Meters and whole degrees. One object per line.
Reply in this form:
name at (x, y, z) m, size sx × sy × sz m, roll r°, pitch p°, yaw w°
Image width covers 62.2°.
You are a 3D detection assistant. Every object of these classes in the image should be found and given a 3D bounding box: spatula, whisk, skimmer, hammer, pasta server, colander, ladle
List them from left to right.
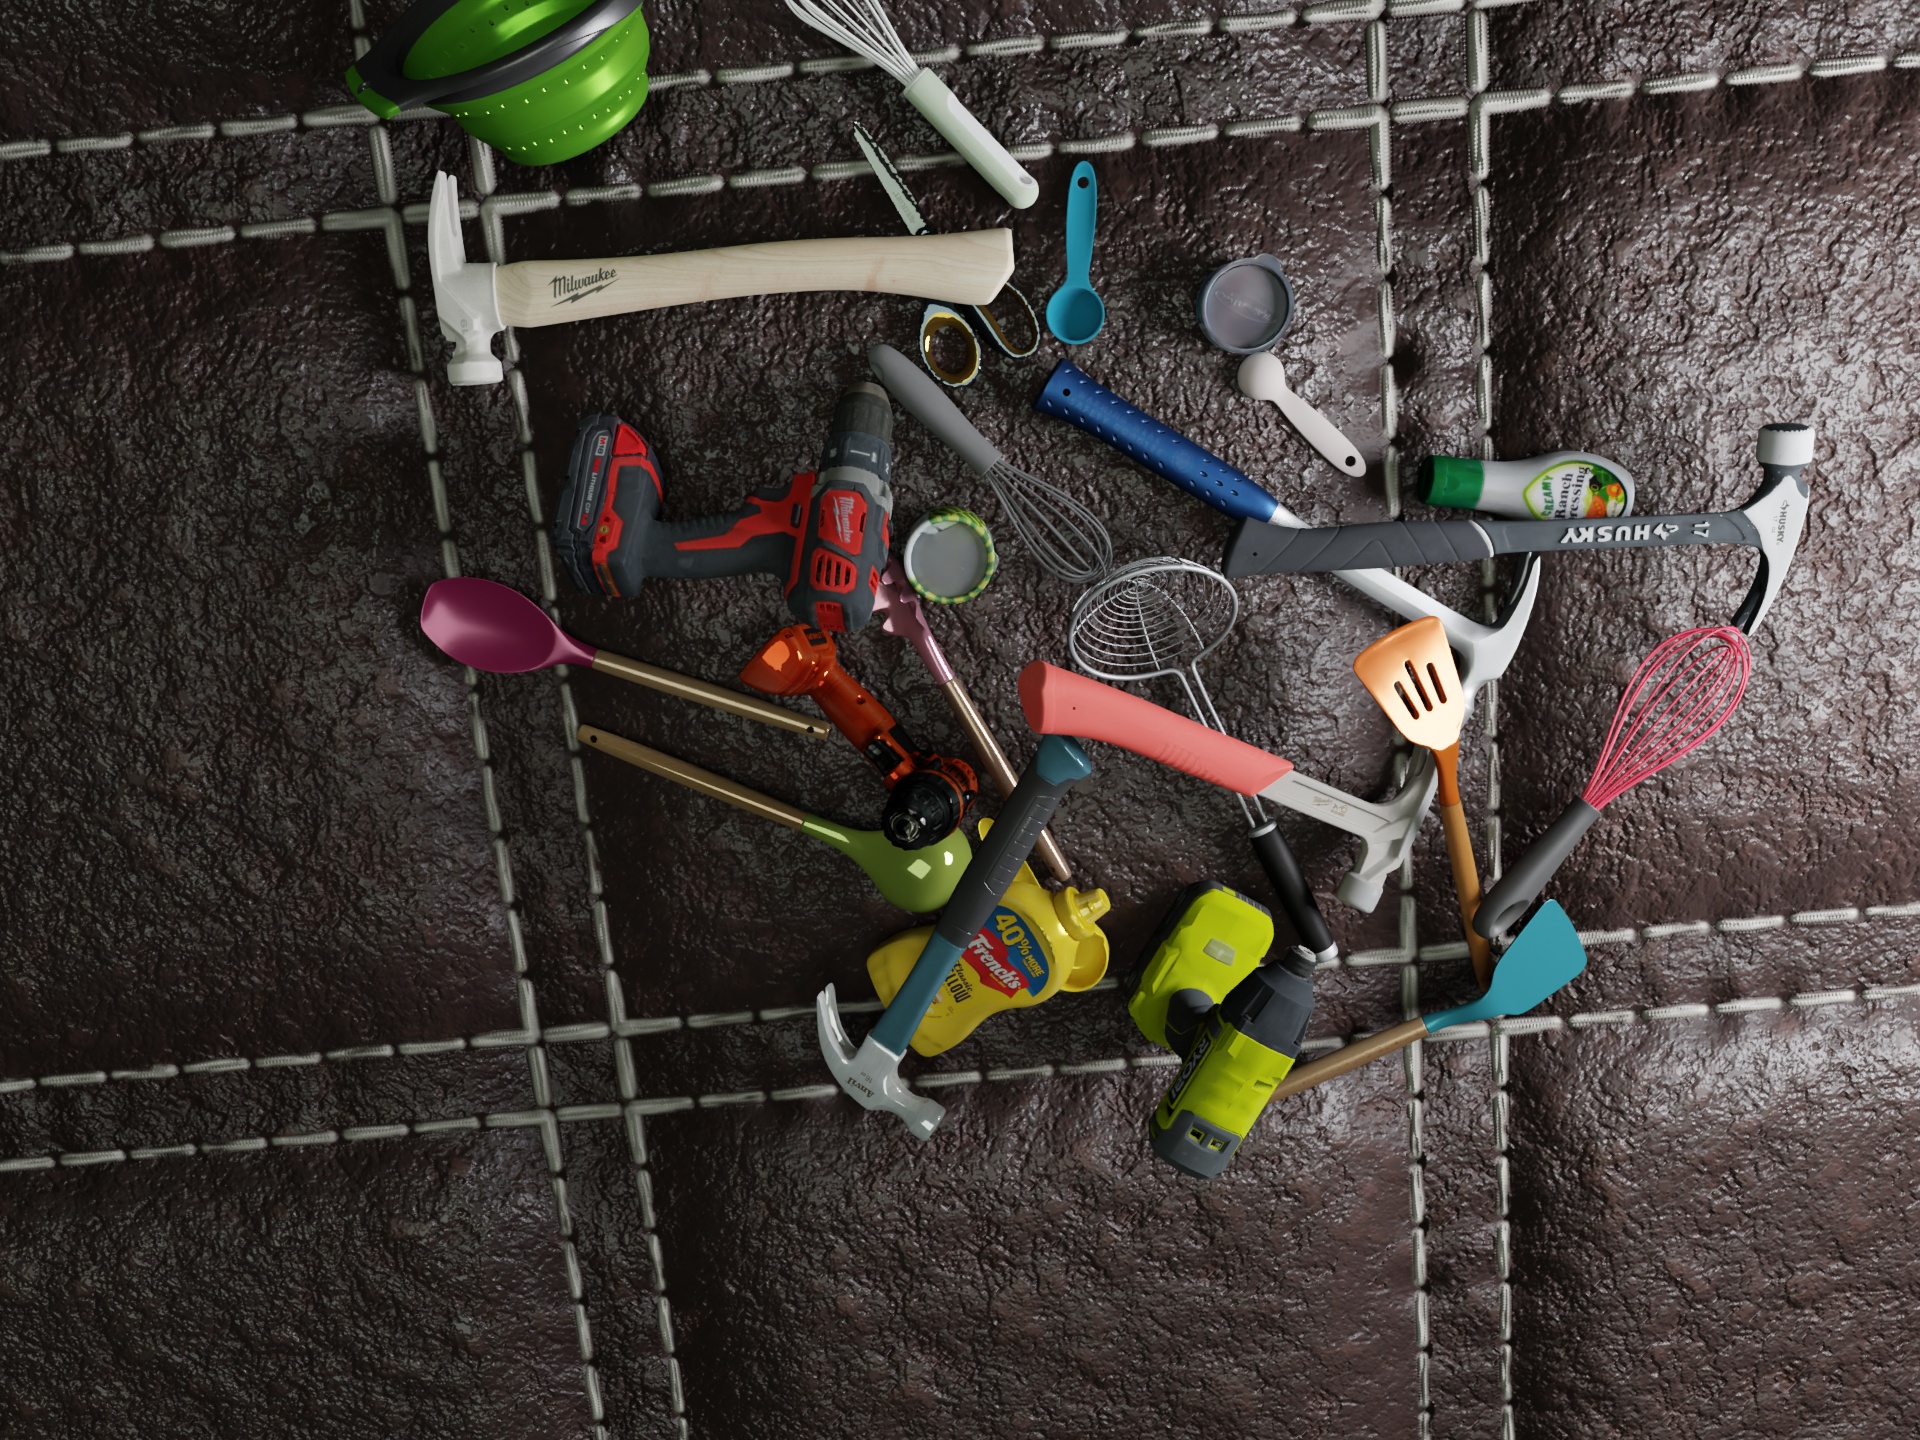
colander at (-0.209, -0.484, 1.062) m, size 0.397 × 0.205 × 0.094 m, roll -36°, pitch 136°, yaw -8°
hammer at (-0.168, -0.325, 1.121) m, size 0.410 × 0.038 × 0.146 m, roll -3°, pitch 102°, yaw 3°
ladle at (-0.143, 0.066, 1.226) m, size 0.320 × 0.062 × 0.078 m, roll 22°, pitch 100°, yaw 2°
whisk at (-0.036, -0.448, 1.098) m, size 0.246 × 0.058 × 0.059 m, roll 43°, pitch 134°, yaw -13°
pasta server at (-0.002, -0.004, 1.205) m, size 0.040 × 0.060 × 0.316 m, roll -41°, pitch 107°, yaw -35°
hammer at (0.001, 0.150, 1.173) m, size 0.128 × 0.033 × 0.331 m, roll 32°, pitch 106°, yaw 7°
whisk at (0.021, -0.187, 1.159) m, size 0.239 × 0.055 × 0.055 m, roll 44°, pitch 99°, yaw -6°
skimmer at (0.200, 0.040, 1.188) m, size 0.127 × 0.090 × 0.363 m, roll -25°, pitch 103°, yaw 16°
hammer at (0.197, 0.022, 1.138) m, size 0.358 × 0.037 × 0.149 m, roll 21°, pitch 93°, yaw -28°
hammer at (0.240, -0.150, 1.173) m, size 0.405 × 0.035 × 0.144 m, roll 30°, pitch 102°, yaw -7°
spatula at (0.342, 0.245, 1.260) m, size 0.317 × 0.044 × 0.082 m, roll -28°, pitch 120°, yaw 16°
spatula at (0.368, 0.076, 1.203) m, size 0.081 × 0.041 × 0.322 m, roll -28°, pitch 119°, yaw -15°
hammer at (0.392, -0.127, 1.138) m, size 0.409 × 0.036 × 0.149 m, roll -3°, pitch 110°, yaw 3°
whisk at (0.485, 0.048, 1.198) m, size 0.073 × 0.073 × 0.296 m, roll 36°, pitch 98°, yaw -8°

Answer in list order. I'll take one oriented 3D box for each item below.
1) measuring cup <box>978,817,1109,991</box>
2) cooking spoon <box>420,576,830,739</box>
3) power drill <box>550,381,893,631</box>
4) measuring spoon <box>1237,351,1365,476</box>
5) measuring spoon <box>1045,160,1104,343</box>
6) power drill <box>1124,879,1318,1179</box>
measuring cup at (0.062, 0.141, 1.250) m, size 0.062 × 0.029 × 0.156 m, roll -33°, pitch 89°, yaw 15°
cooking spoon at (-0.252, -0.039, 1.206) m, size 0.319 × 0.017 × 0.068 m, roll 18°, pitch 103°, yaw -4°
power drill at (-0.157, -0.162, 1.127) m, size 0.226 × 0.080 × 0.188 m, roll 6°, pitch 68°, yaw 4°
measuring spoon at (0.253, -0.222, 1.164) m, size 0.124 × 0.018 × 0.034 m, roll 41°, pitch 100°, yaw -10°
measuring spoon at (0.084, -0.334, 1.142) m, size 0.042 × 0.021 × 0.128 m, roll 3°, pitch 94°, yaw -2°
power drill at (0.191, 0.208, 1.160) m, size 0.080 × 0.223 × 0.171 m, roll 28°, pitch 102°, yaw -7°
